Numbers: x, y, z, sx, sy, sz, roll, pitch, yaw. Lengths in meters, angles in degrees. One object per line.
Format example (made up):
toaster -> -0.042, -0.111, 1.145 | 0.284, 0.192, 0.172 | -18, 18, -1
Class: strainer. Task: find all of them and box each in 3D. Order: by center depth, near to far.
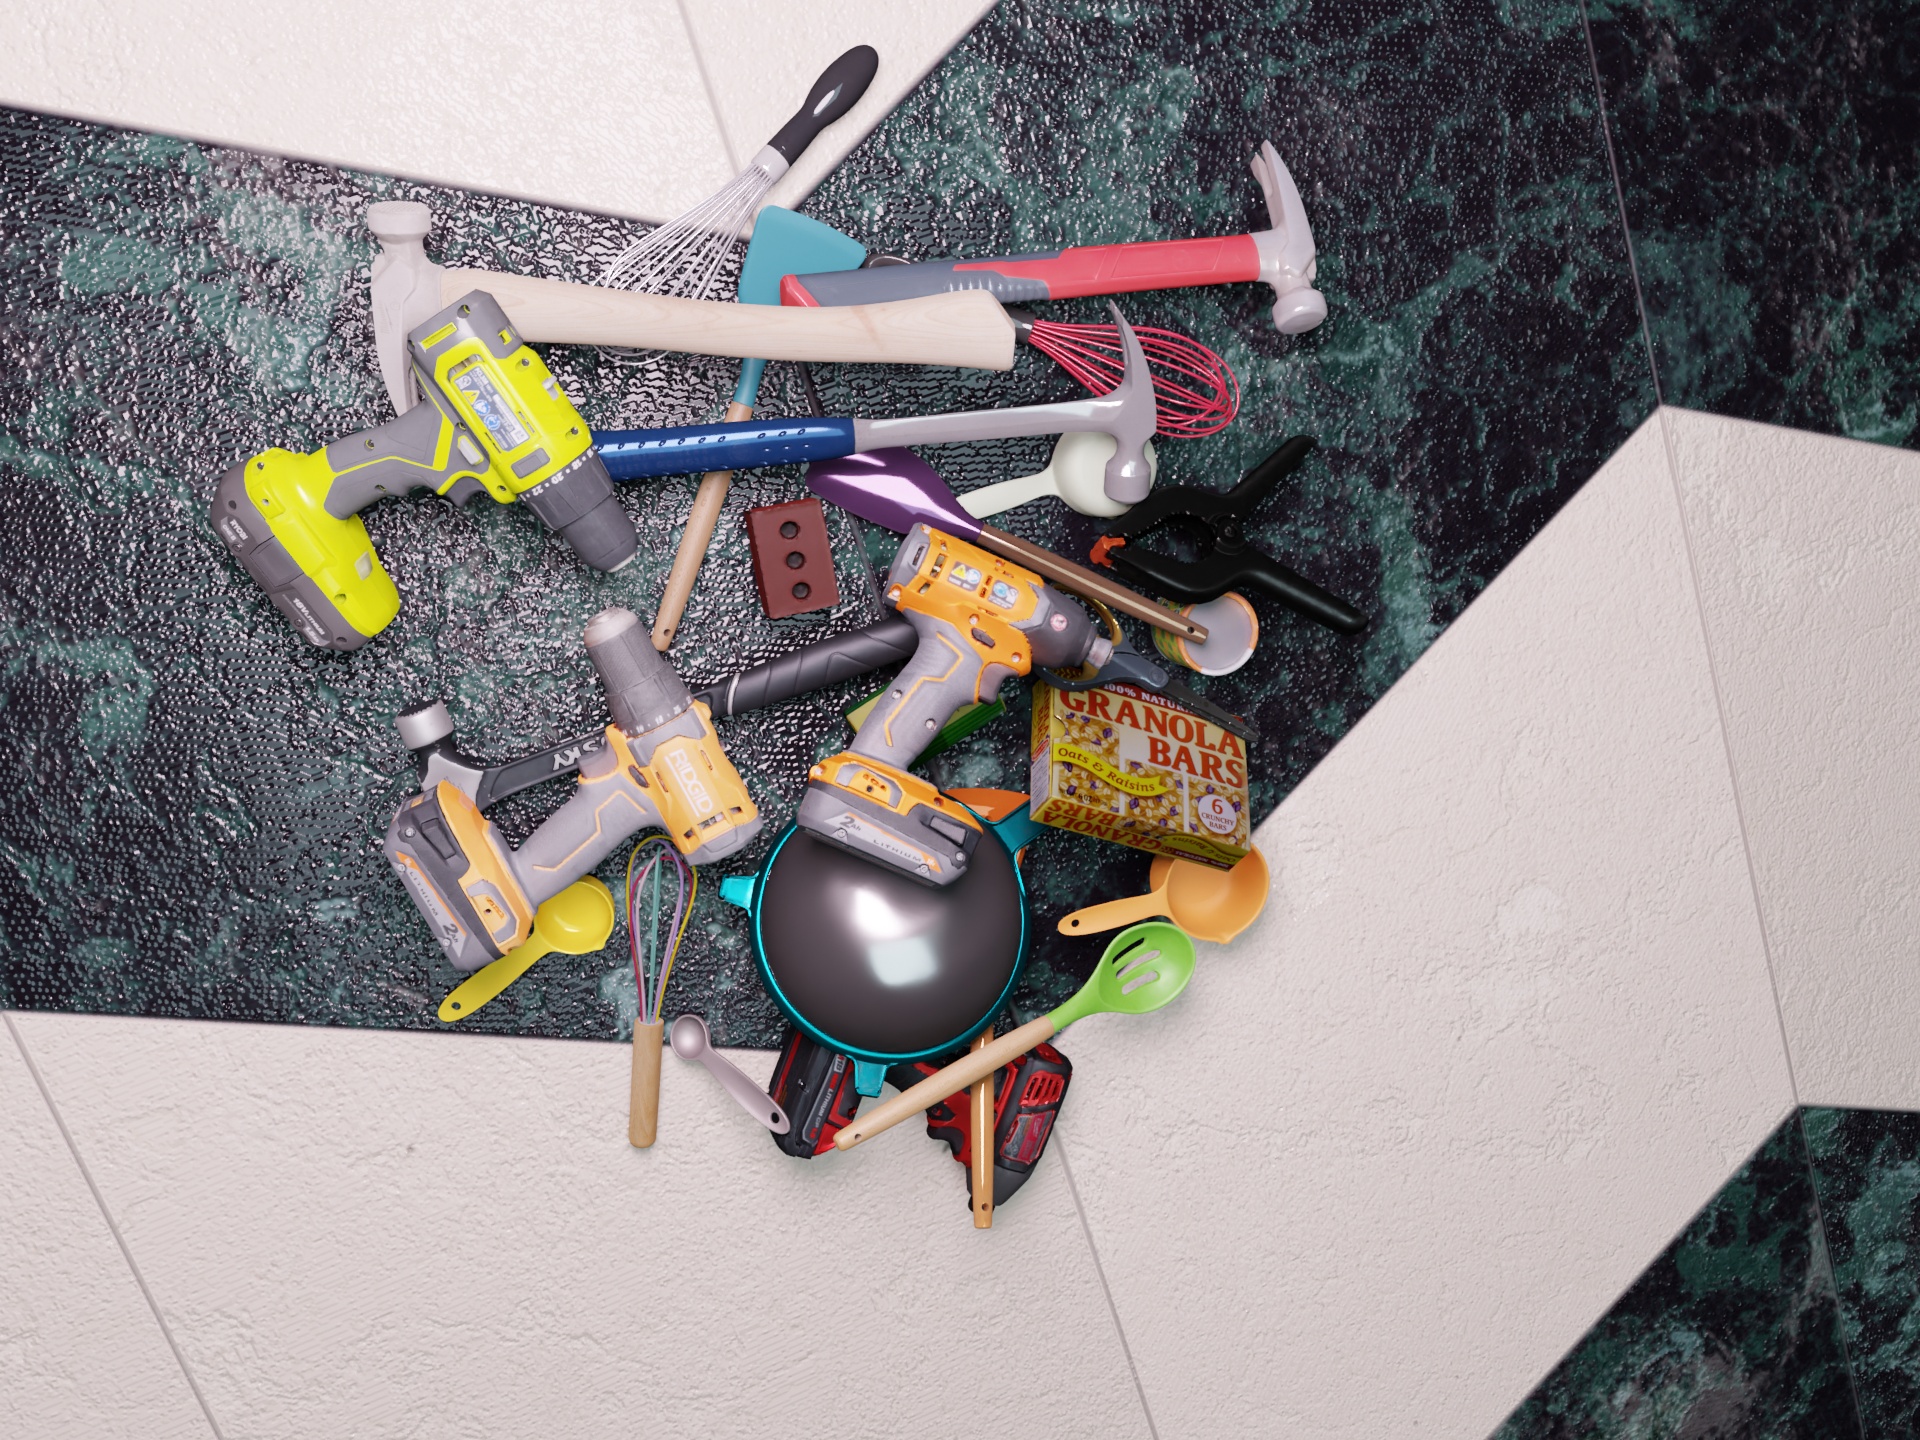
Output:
strainer -> 0.008, 0.102, 1.157 | 0.340, 0.095, 0.211 | -34, 83, -17

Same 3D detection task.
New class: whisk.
whisk -> -0.150, -0.355, 1.085 | 0.070, 0.070, 0.284 | 42, 84, -17
whisk -> 0.068, -0.276, 1.152 | 0.295, 0.073, 0.073 | 19, 96, -10
whisk -> -0.226, 0.203, 1.176 | 0.047, 0.051, 0.245 | 1, 103, -20

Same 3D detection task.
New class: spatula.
spatula -> -0.159, -0.196, 1.116 | 0.082, 0.044, 0.317 | 16, 98, -32
spatula -> 0.039, -0.128, 1.161 | 0.316, 0.018, 0.060 | 25, 92, -4
spatula -> 0.018, 0.211, 1.190 | 0.081, 0.041, 0.323 | 5, 69, -15

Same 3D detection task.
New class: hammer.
hammer -> -0.171, -0.246, 1.029 | 0.410, 0.038, 0.146 | 4, 117, 0
hammer -> -0.063, -0.201, 1.090 | 0.405, 0.035, 0.144 | -6, 127, -8
hammer -> 0.063, -0.327, 1.116 | 0.386, 0.038, 0.143 | -9, 76, -13
hammer -> -0.179, -0.006, 1.133 | 0.409, 0.036, 0.149 | -20, 106, -4

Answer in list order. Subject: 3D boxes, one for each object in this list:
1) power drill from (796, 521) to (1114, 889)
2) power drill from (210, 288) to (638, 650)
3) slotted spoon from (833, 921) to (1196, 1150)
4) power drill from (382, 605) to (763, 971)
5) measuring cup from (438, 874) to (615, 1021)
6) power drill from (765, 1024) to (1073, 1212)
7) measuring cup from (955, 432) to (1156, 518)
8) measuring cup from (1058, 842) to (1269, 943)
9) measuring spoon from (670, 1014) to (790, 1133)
power drill -> -0.002, -0.003, 1.081 | 0.164, 0.084, 0.226 | 23, 79, -3
power drill -> -0.340, -0.141, 1.027 | 0.228, 0.080, 0.190 | -27, 113, 12
slotted spoon -> 0.043, 0.233, 1.167 | 0.314, 0.031, 0.070 | -25, 104, -25
power drill -> -0.271, 0.045, 1.074 | 0.226, 0.084, 0.185 | -27, 107, -7
measuring cup -> -0.318, 0.167, 1.161 | 0.156, 0.029, 0.062 | -37, 107, 7
power drill -> -0.032, 0.298, 1.226 | 0.219, 0.079, 0.143 | 19, 95, -19
measuring cup -> 0.068, -0.175, 1.177 | 0.167, 0.038, 0.083 | -19, 104, -12
measuring cup -> 0.153, 0.135, 1.251 | 0.173, 0.052, 0.095 | -14, 103, -9
measuring spoon -> -0.168, 0.263, 1.180 | 0.124, 0.018, 0.034 | 38, 103, 23
